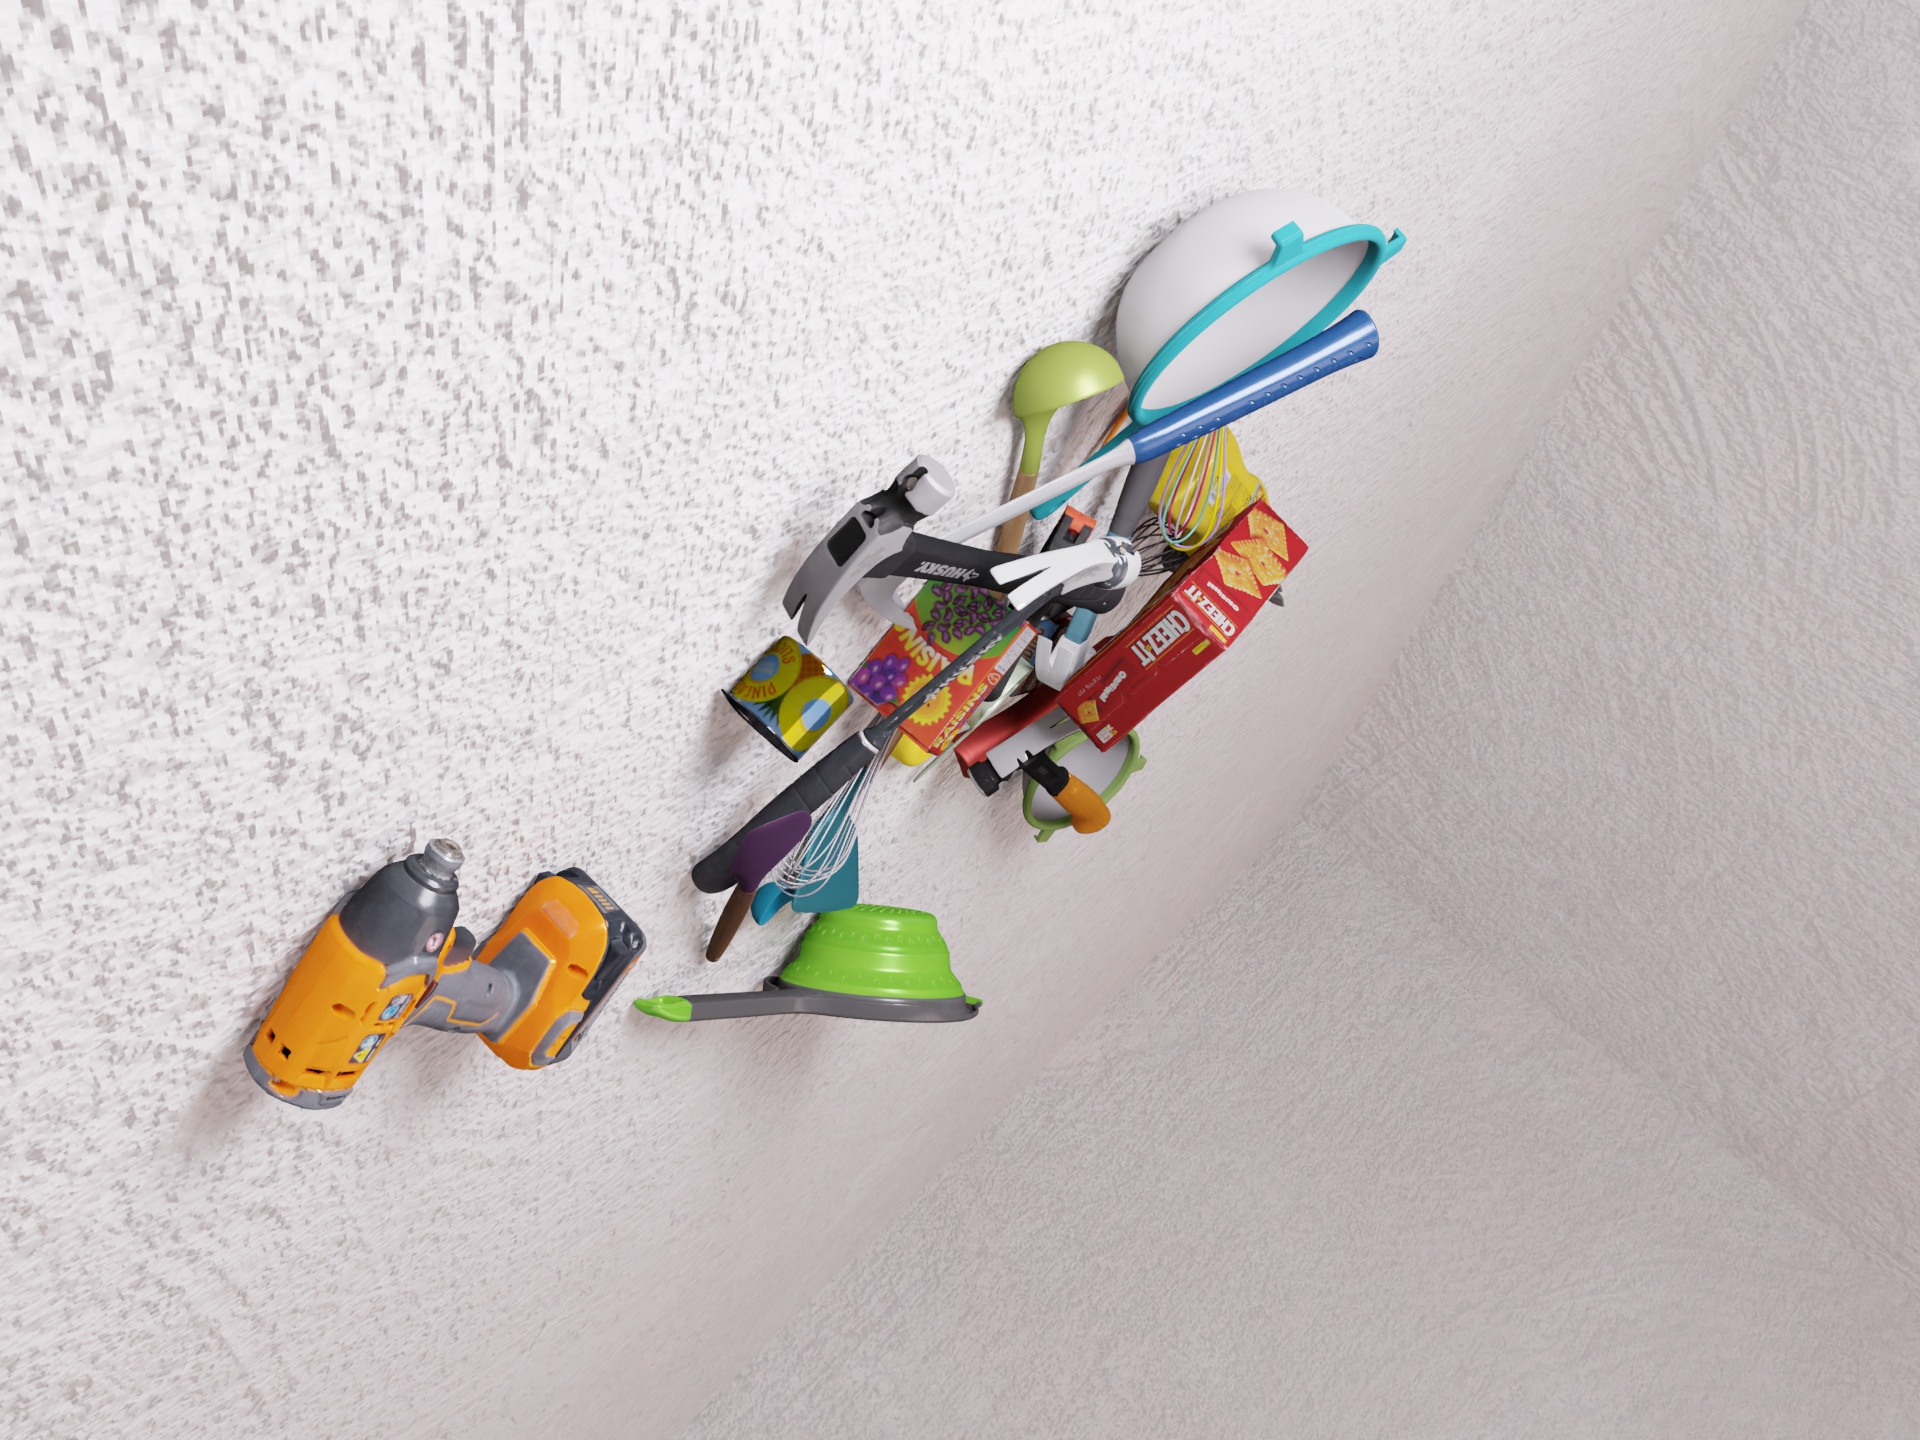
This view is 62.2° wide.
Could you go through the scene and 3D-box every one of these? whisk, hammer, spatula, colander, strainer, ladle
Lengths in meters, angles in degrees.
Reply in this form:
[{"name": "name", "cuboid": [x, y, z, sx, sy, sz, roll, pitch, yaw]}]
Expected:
[{"name": "whisk", "cuboid": [-0.069, 0.016, 1.261, 0.284, 0.070, 0.070, -58, 162, 6]}, {"name": "hammer", "cuboid": [0.108, -0.181, 1.111, 0.405, 0.035, 0.144, -27, 161, -6]}, {"name": "spatula", "cuboid": [-0.163, 0.132, 1.204, 0.060, 0.018, 0.315, -21, 163, -26]}, {"name": "hammer", "cuboid": [0.018, -0.099, 1.085, 0.146, 0.035, 0.334, -40, 159, 26]}, {"name": "whisk", "cuboid": [0.209, -0.258, 1.328, 0.051, 0.047, 0.245, 0, 115, -27]}, {"name": "colander", "cuboid": [-0.130, 0.215, 1.433, 0.396, 0.204, 0.094, 9, 86, -52]}, {"name": "strainer", "cuboid": [0.147, -0.276, 1.165, 0.340, 0.095, 0.211, -38, 169, 38]}, {"name": "spatula", "cuboid": [-0.054, 0.025, 1.320, 0.082, 0.044, 0.317, 4, 124, -51]}, {"name": "hammer", "cuboid": [0.107, 0.060, 1.566, 0.127, 0.034, 0.336, -34, 159, 6]}, {"name": "whisk", "cuboid": [0.139, -0.137, 1.460, 0.239, 0.055, 0.055, -29, 153, -39]}, {"name": "hammer", "cuboid": [0.140, -0.055, 1.522, 0.359, 0.149, 0.036, -36, 130, -22]}, {"name": "strainer", "cuboid": [0.099, 0.017, 1.666, 0.151, 0.069, 0.256, -37, 145, -5]}, {"name": "hammer", "cuboid": [0.139, -0.171, 1.334, 0.128, 0.033, 0.331, -33, 147, -64]}, {"name": "ladle", "cuboid": [0.054, -0.163, 1.190, 0.078, 0.062, 0.320, -27, 156, -23]}, {"name": "hammer", "cuboid": [-0.054, 0.007, 1.110, 0.409, 0.036, 0.149, -40, 168, 28]}]

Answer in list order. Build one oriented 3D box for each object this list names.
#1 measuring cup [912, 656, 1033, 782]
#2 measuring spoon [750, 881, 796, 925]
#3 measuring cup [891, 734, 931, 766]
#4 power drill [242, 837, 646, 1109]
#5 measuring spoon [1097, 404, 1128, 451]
[{"name": "measuring cup", "cuboid": [-0.002, -0.005, 1.412, 0.167, 0.038, 0.083, -45, 177, 32]}, {"name": "measuring spoon", "cuboid": [-0.150, 0.143, 1.382, 0.042, 0.021, 0.128, -57, 170, 18]}, {"name": "measuring cup", "cuboid": [-0.012, -0.023, 1.345, 0.062, 0.029, 0.156, -21, 148, -57]}, {"name": "power drill", "cuboid": [-0.286, 0.139, 0.933, 0.164, 0.084, 0.226, -54, 158, 10]}, {"name": "measuring spoon", "cuboid": [0.114, -0.225, 1.284, 0.117, 0.011, 0.021, -55, -176, 5]}]
